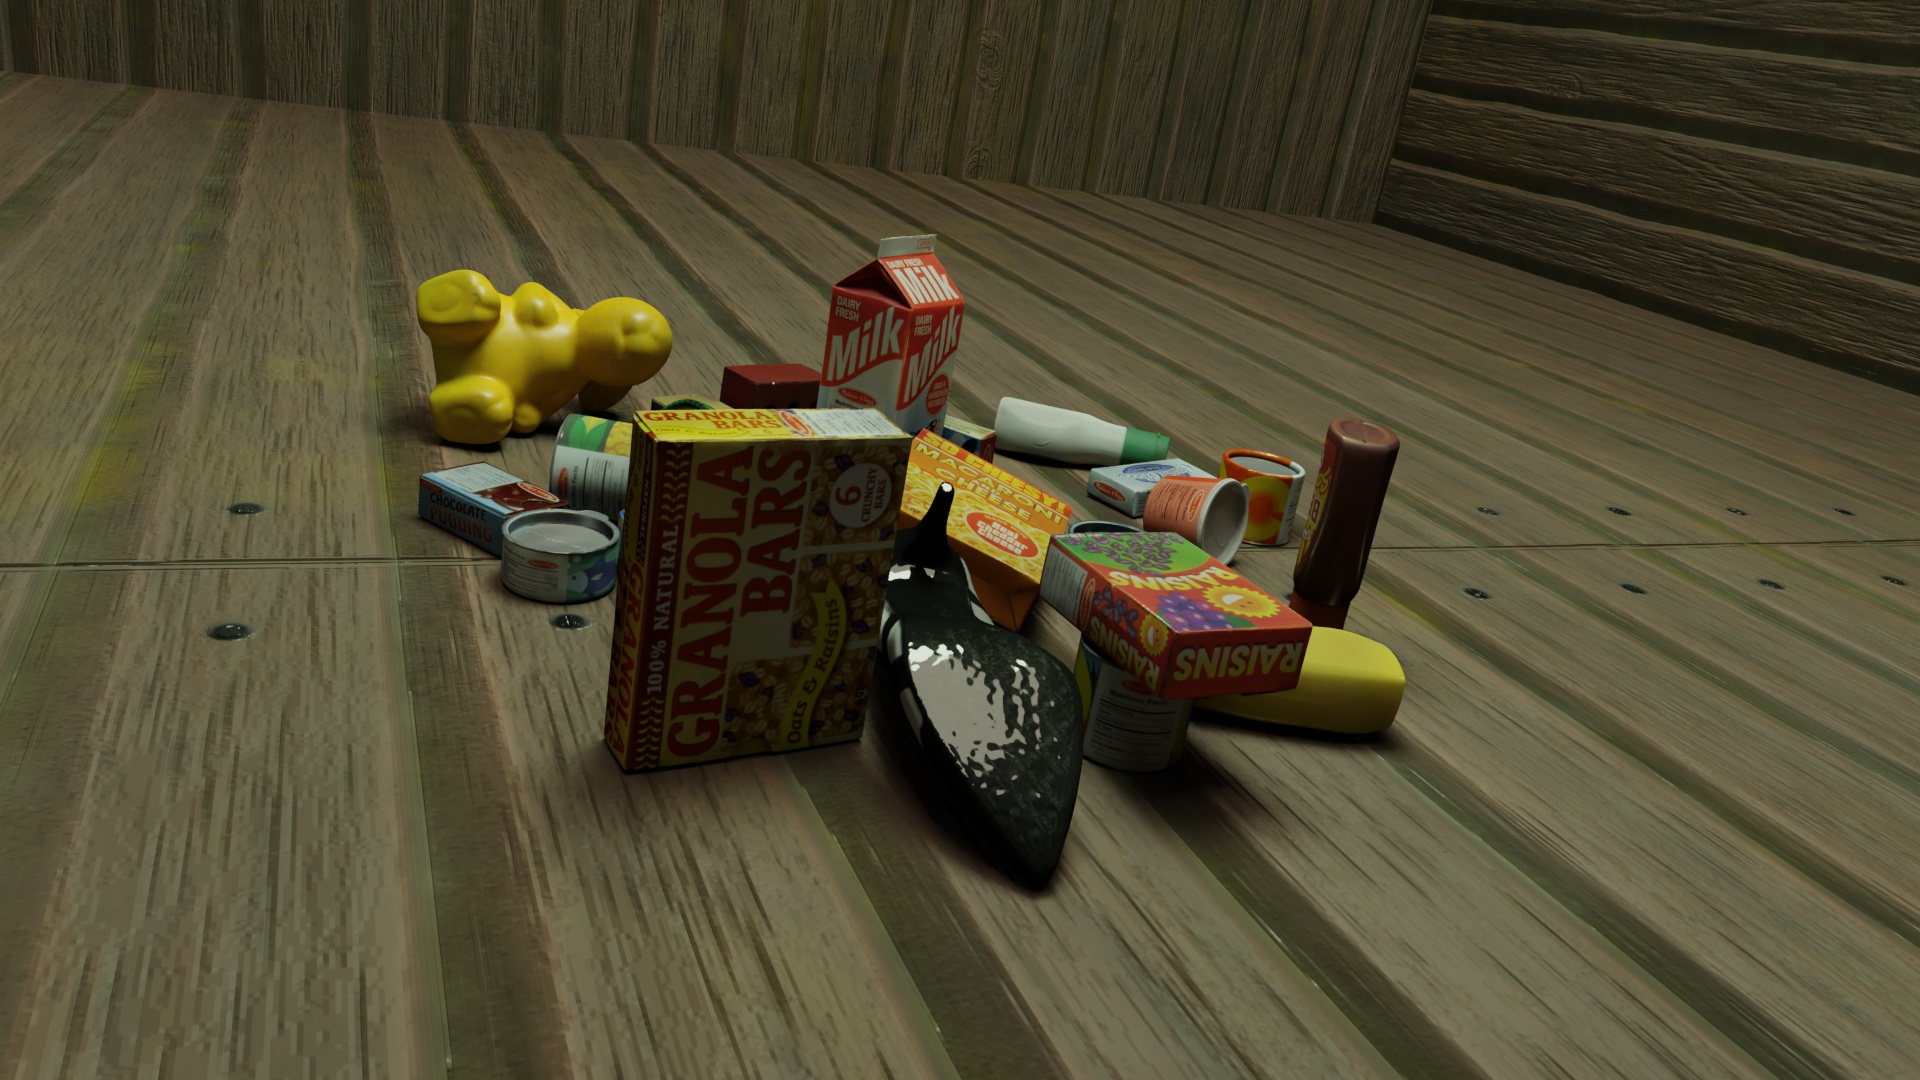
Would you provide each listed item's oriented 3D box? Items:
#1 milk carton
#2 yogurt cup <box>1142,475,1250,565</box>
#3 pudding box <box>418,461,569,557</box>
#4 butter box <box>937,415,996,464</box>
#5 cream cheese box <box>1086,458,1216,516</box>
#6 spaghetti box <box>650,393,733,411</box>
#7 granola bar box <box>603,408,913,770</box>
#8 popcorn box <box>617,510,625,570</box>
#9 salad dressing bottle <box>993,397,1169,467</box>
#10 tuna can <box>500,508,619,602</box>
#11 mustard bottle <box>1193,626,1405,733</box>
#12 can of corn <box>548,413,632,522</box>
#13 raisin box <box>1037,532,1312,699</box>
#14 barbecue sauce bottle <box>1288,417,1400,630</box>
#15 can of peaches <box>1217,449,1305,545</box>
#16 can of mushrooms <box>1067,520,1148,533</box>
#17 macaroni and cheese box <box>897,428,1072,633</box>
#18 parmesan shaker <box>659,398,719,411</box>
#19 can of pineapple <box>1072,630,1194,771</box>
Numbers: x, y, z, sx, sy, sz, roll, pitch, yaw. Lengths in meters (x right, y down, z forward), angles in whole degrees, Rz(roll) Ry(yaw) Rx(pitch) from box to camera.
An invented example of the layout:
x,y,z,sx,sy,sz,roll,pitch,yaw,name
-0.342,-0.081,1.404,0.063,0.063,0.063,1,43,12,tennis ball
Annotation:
x,y,z,sx,sy,sz,roll,pitch,yaw,name
-0.053,-0.131,1.028,0.073,0.189,0.072,21,23,27,milk carton
0.169,-0.016,1.010,0.054,0.072,0.072,15,20,37,yogurt cup
-0.291,-0.020,0.863,0.084,0.030,0.050,22,23,28,pudding box
-0.021,-0.073,1.084,0.103,0.053,0.024,22,27,31,butter box
0.158,-0.043,1.127,0.104,0.024,0.053,-9,29,-39,cream cheese box
-0.140,-0.060,1.031,0.250,0.028,0.050,27,27,38,spaghetti box
-0.096,0.022,0.652,0.124,0.164,0.039,-3,25,-31,granola bar box
-0.136,0.013,0.833,0.127,0.038,0.085,-1,22,-25,popcorn box
0.103,-0.086,1.189,0.148,0.043,0.064,13,19,5,salad dressing bottle
-0.233,0.008,0.812,0.071,0.032,0.071,9,21,-3,tuna can
0.168,0.075,0.794,0.160,0.048,0.065,7,21,-6,mustard bottle
-0.229,-0.047,0.907,0.058,0.071,0.071,10,21,-2,can of corn
0.107,0.036,0.716,0.086,0.040,0.123,0,22,-28,raisin box
0.237,0.001,0.875,0.044,0.148,0.065,13,21,10,barbecue sauce bottle
0.230,-0.035,1.091,0.071,0.057,0.071,9,21,-3,can of peaches
0.101,0.013,0.944,0.071,0.033,0.071,9,21,-3,can of mushrooms
0.003,-0.011,0.910,0.124,0.040,0.167,28,20,1,macaroni and cheese box
-0.145,-0.047,0.890,0.071,0.071,0.103,25,2,35,parmesan shaker
0.091,0.080,0.733,0.071,0.057,0.071,9,21,-3,can of pineapple
